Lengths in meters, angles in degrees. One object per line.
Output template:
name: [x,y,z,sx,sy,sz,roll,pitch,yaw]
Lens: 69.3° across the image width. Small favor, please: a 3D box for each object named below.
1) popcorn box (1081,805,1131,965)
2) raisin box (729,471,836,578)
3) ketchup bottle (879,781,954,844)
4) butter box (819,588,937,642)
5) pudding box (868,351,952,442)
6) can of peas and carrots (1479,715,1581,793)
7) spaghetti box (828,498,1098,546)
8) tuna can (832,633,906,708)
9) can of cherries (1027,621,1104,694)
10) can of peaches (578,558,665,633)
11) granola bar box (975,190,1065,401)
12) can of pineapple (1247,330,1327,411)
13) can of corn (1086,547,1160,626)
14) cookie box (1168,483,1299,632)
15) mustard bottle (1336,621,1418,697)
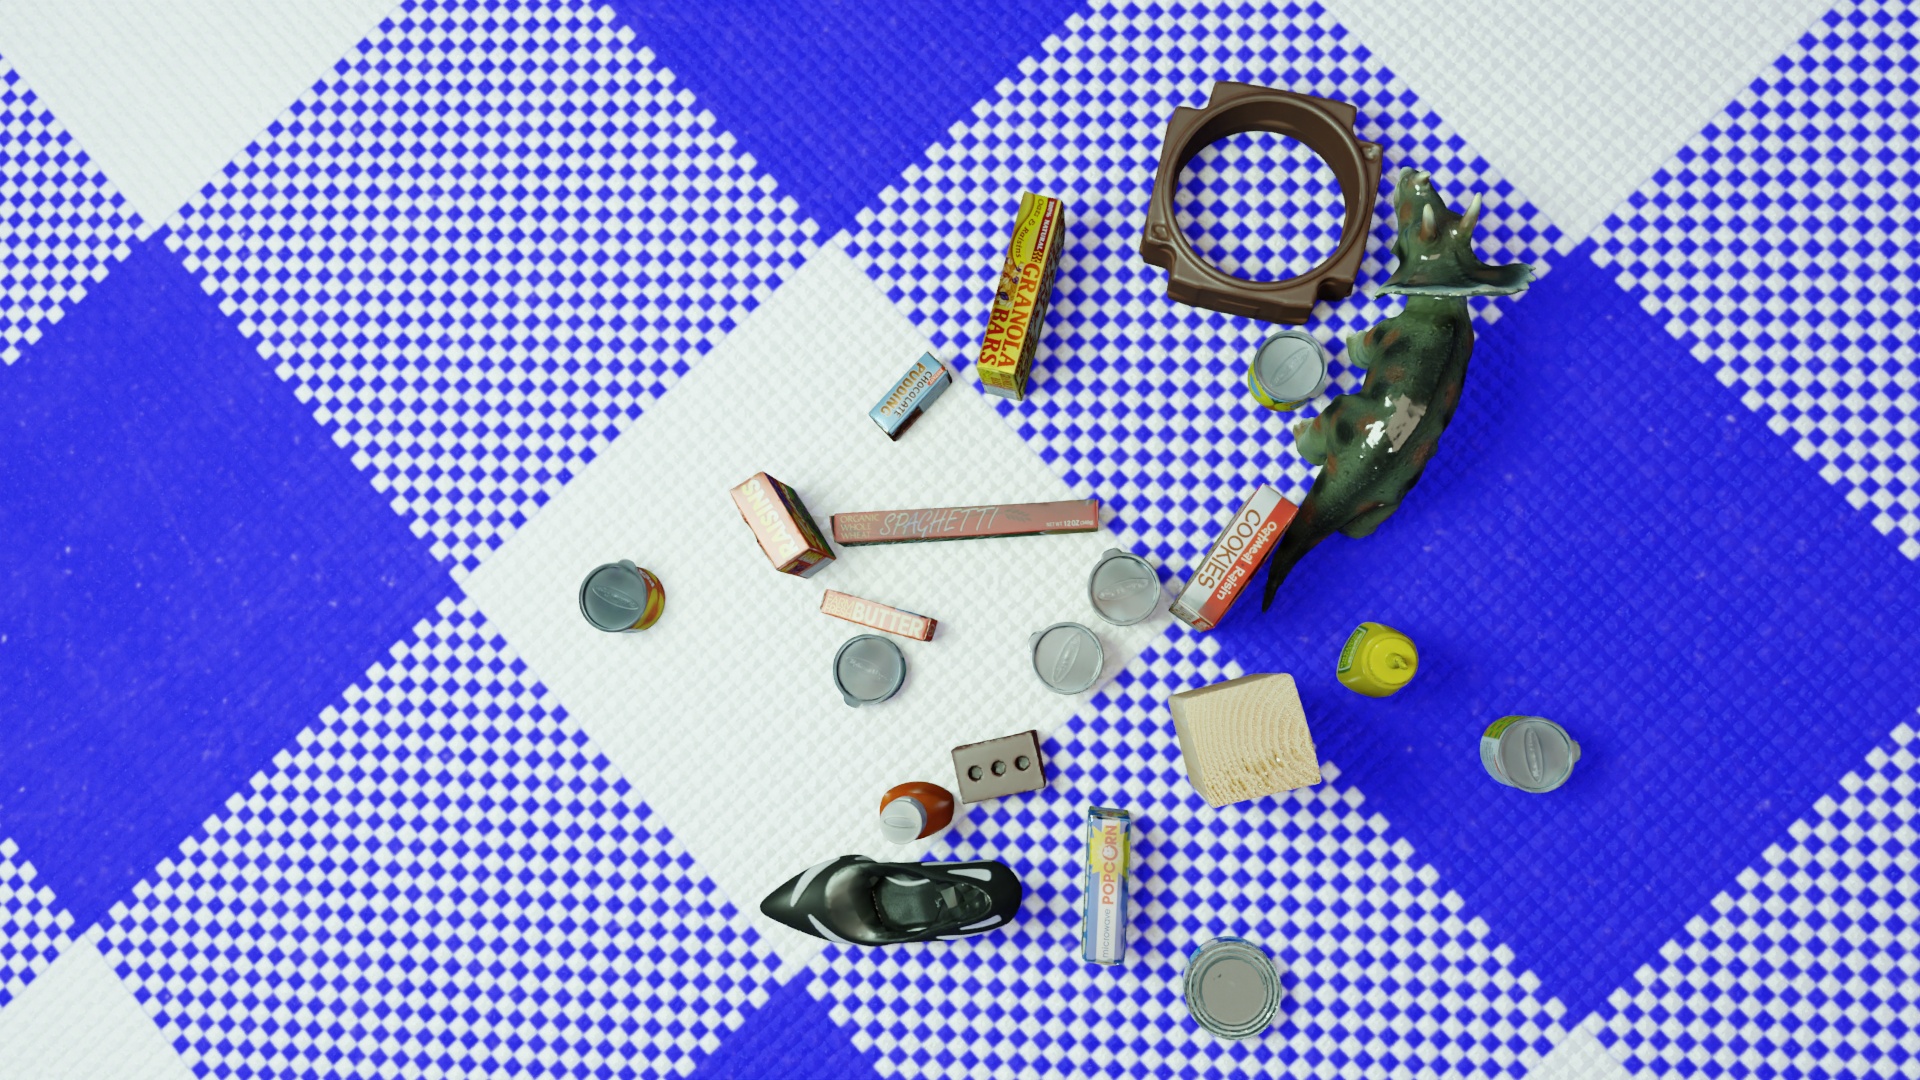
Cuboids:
popcorn box: [0.129,0.305,1.238,0.038,0.085,0.126,3,85,6]
raisin box: [-0.162,-0.013,1.278,0.040,0.123,0.086,-32,83,2]
ketchup bottle: [-0.043,0.241,1.228,0.065,0.148,0.043,5,85,6]
butter box: [-0.076,0.071,1.297,0.103,0.053,0.024,15,86,7]
pudding box: [-0.047,-0.136,1.318,0.030,0.049,0.084,43,89,8]
can of peas and carrots: [0.503,0.187,1.230,0.071,0.058,0.071,0,84,5]
spaghetti box: [0.005,-0.016,1.300,0.250,0.050,0.028,-3,84,5]
tuna can: [-0.086,0.123,1.303,0.071,0.033,0.071,0,84,5]
can of cherries: [0.096,0.106,1.275,0.071,0.058,0.071,0,84,5]
can of peaches: [-0.319,0.053,1.318,0.071,0.058,0.071,0,84,5]
granola bar box: [0.058,-0.221,1.279,0.039,0.124,0.165,15,86,7]
can of pineapple: [0.302,-0.154,1.284,0.071,0.058,0.071,0,84,5]
can of corn: [0.149,0.043,1.277,0.071,0.058,0.071,0,84,5]
cookie box: [0.236,0.020,1.216,0.040,0.167,0.123,35,89,7]
mustard bottle: [0.364,0.103,1.200,0.049,0.160,0.065,24,87,7]
